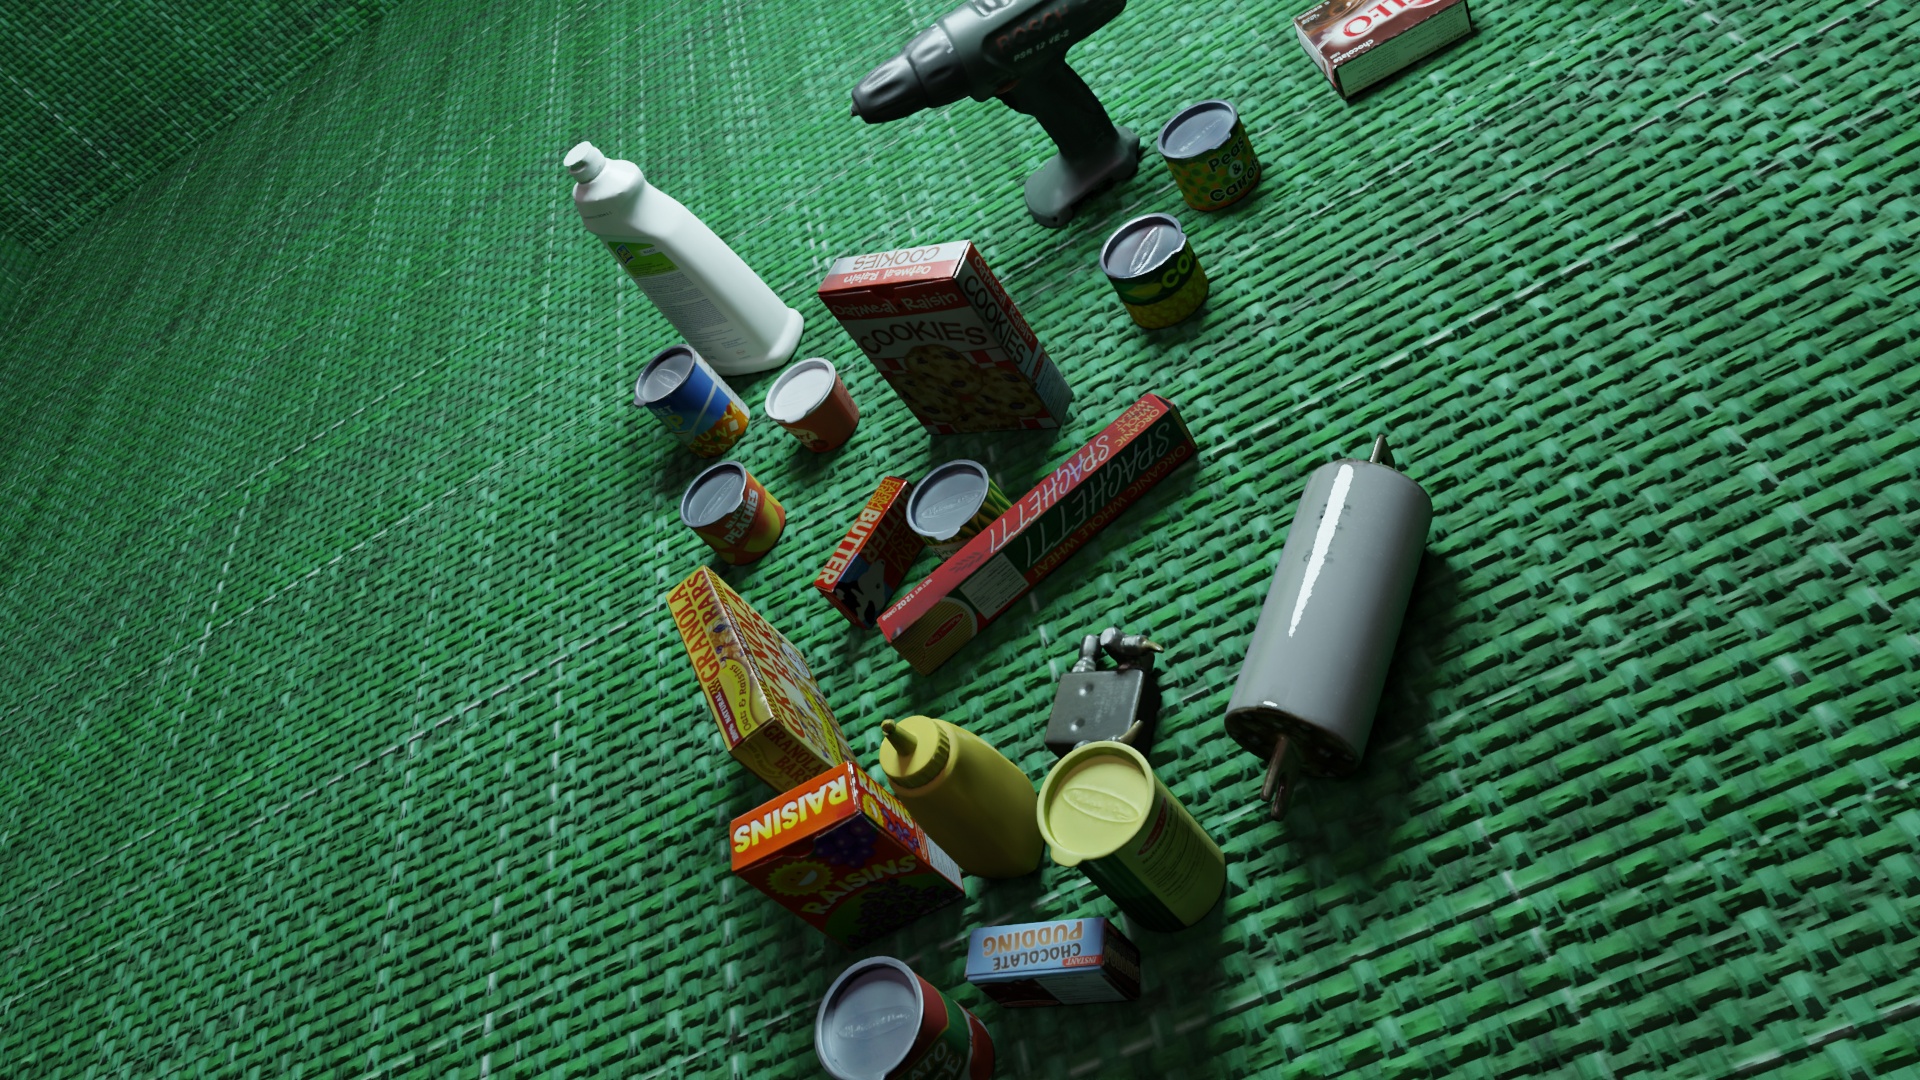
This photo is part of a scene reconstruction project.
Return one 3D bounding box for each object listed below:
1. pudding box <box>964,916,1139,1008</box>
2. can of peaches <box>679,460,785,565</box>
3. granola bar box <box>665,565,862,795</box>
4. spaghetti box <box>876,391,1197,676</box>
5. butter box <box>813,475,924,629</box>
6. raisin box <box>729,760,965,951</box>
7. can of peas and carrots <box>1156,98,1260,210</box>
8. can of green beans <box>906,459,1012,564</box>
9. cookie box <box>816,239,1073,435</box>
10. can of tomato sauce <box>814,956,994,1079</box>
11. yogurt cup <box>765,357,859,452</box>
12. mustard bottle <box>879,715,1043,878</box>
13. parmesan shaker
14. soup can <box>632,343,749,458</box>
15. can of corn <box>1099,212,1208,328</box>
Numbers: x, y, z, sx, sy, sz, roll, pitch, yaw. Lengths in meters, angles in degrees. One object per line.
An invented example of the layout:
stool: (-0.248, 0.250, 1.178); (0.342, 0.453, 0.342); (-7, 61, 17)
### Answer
pudding box: (0.050, 0.231, 0.756); (0.083, 0.049, 0.030); (-14, 48, 26)
can of peaches: (-0.183, -0.021, 1.128); (0.071, 0.058, 0.071); (-19, 46, 21)
granola bar box: (-0.129, 0.107, 0.933); (0.039, 0.124, 0.166); (-38, 42, 2)
spaghetti box: (0.054, -0.004, 0.952); (0.250, 0.050, 0.029); (-40, 42, 0)
butter box: (-0.061, 0.008, 1.020); (0.024, 0.053, 0.104); (14, 64, 42)
raisin box: (-0.066, 0.189, 0.819); (0.086, 0.123, 0.040); (-28, 44, 13)
can of peas and carrots: (0.198, -0.303, 1.097); (0.071, 0.058, 0.071); (-19, 46, 21)
can of green beans: (0.004, -0.014, 0.990); (0.071, 0.057, 0.071); (-19, 46, 21)
cookie box: (-0.009, -0.145, 1.029); (0.123, 0.167, 0.040); (0, 56, 36)
can of tomato sauce: (-0.028, 0.274, 0.750); (0.071, 0.083, 0.071); (-19, 46, 22)
yogurt cup: (-0.121, -0.111, 1.164); (0.072, 0.053, 0.073); (-19, 46, 21)
mustard bottle: (-0.005, 0.138, 0.791); (0.048, 0.159, 0.065); (-17, 47, 24)
parmesan shaker: (0.092, 0.163, 0.744); (0.071, 0.102, 0.072); (-19, 46, 22)
soup can: (-0.239, -0.121, 1.233); (0.071, 0.083, 0.072); (-19, 46, 22)
can of corn: (0.149, -0.203, 1.047); (0.071, 0.058, 0.071); (-19, 46, 21)
